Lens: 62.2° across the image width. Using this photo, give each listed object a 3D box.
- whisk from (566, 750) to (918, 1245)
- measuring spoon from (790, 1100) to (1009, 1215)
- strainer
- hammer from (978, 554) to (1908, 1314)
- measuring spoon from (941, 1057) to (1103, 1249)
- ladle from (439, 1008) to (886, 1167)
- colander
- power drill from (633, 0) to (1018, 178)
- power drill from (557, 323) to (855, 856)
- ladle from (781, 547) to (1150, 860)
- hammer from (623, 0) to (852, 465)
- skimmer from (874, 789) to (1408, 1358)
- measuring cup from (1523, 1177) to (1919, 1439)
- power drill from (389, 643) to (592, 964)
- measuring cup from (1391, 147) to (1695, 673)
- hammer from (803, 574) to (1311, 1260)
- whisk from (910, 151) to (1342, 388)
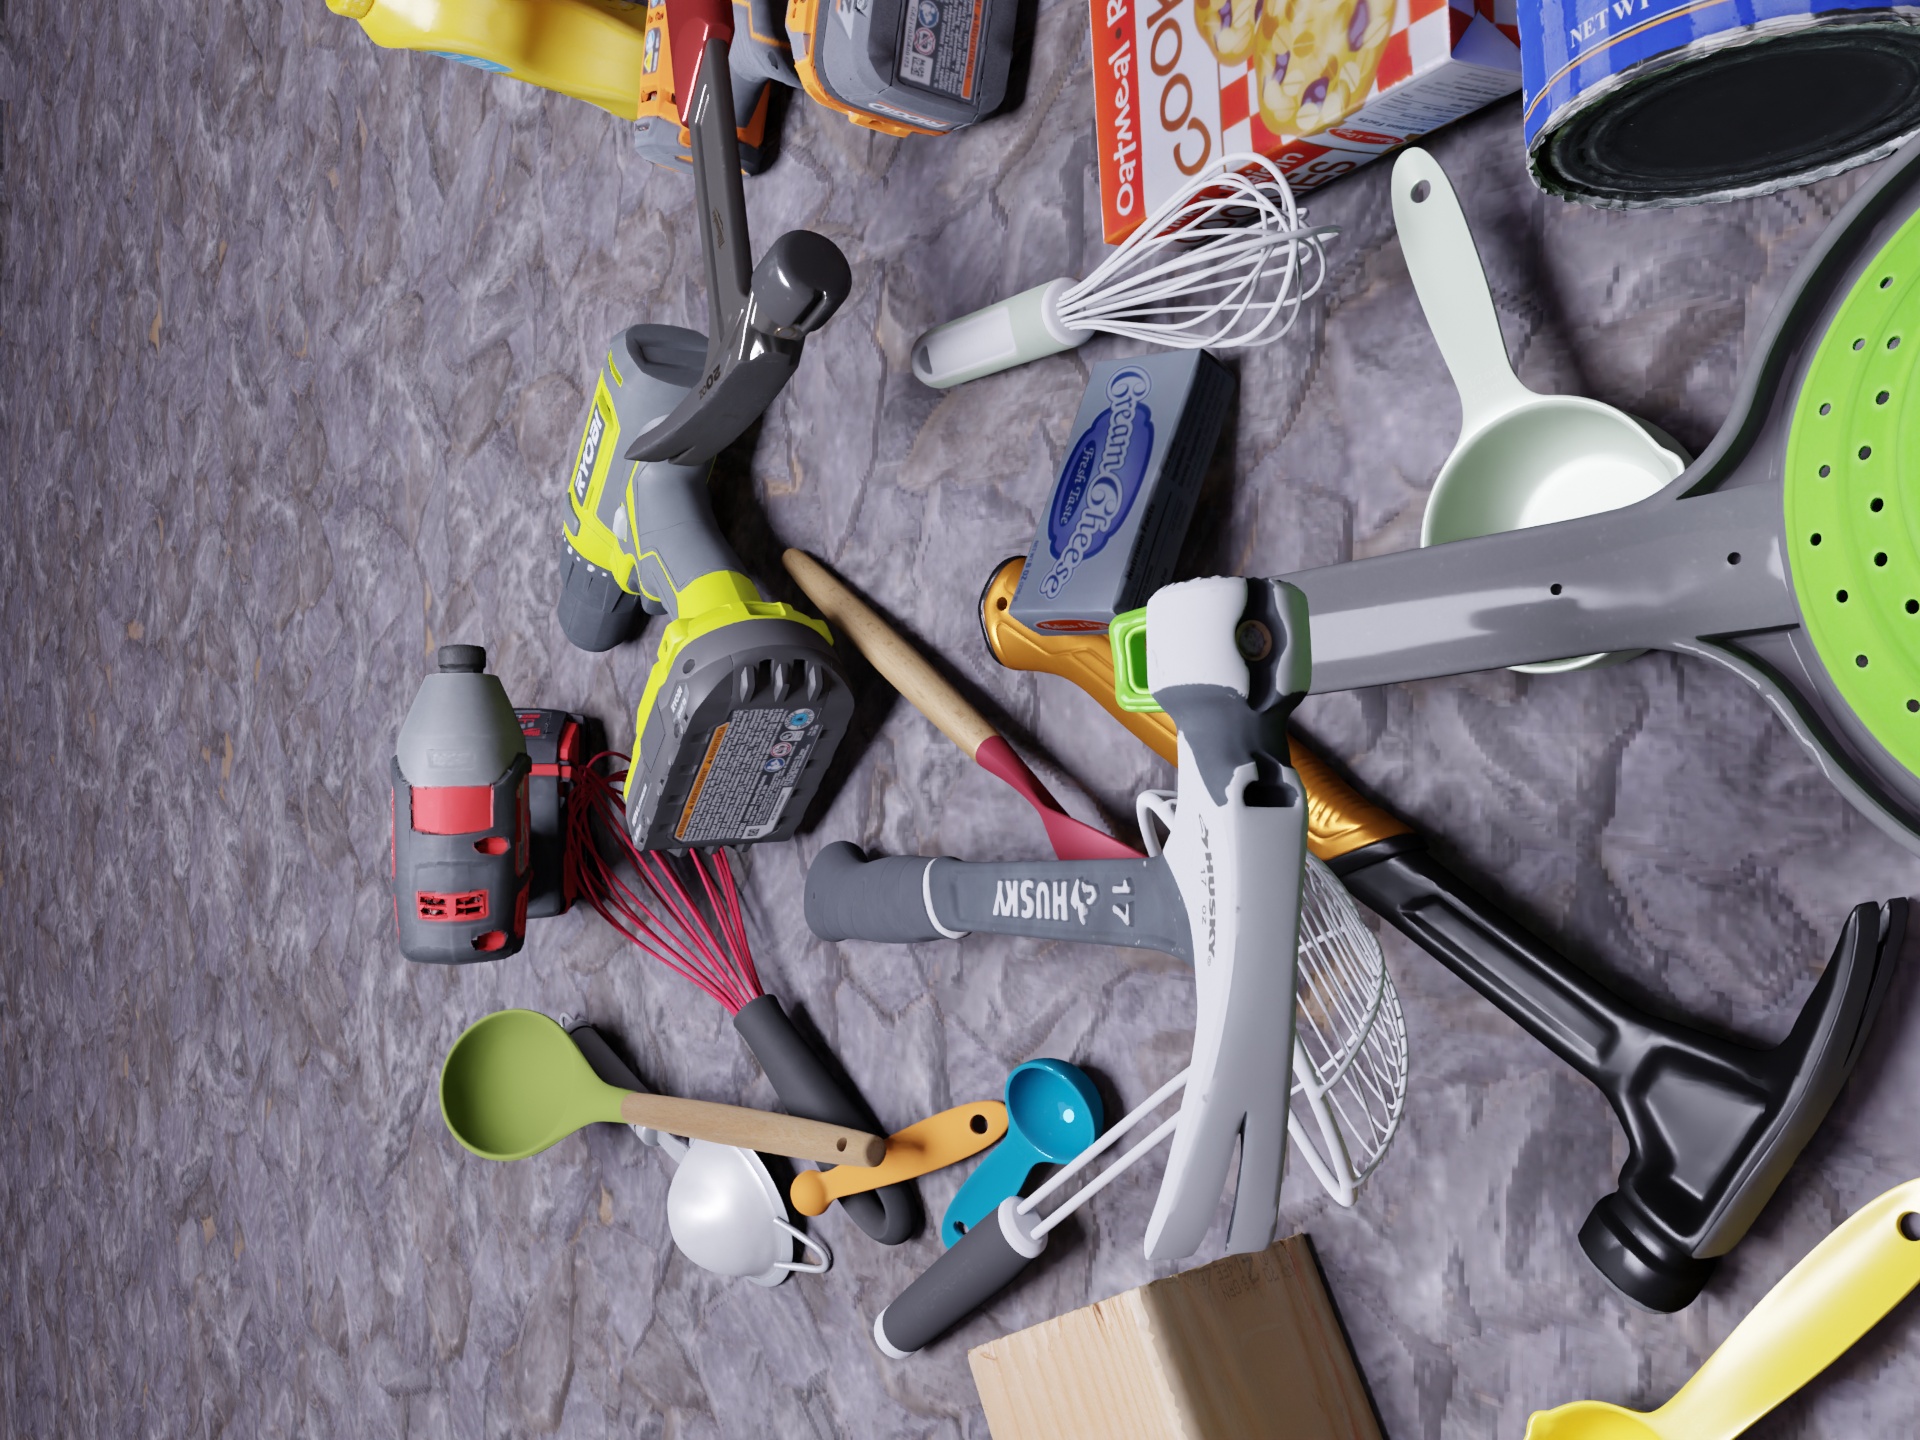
[{"bbox_3d":[-0.107,0.123,0.751,0.296,0.073,0.073,49,124,29],"label":"whisk"},{"bbox_3d":[-0.027,0.183,0.665,0.117,0.011,0.021,-29,74,25],"label":"measuring spoon"},{"bbox_3d":[-0.155,0.214,0.815,0.259,0.050,0.086,29,125,48],"label":"strainer"},{"bbox_3d":[0.117,0.024,0.513,0.337,0.034,0.127,40,119,41],"label":"hammer"},{"bbox_3d":[0.023,0.175,0.634,0.042,0.021,0.128,44,132,18],"label":"measuring spoon"},{"bbox_3d":[-0.150,0.182,0.747,0.320,0.062,0.078,-7,64,47],"label":"ladle"},{"bbox_3d":[0.181,-0.040,0.348,0.397,0.094,0.204,-9,85,38],"label":"colander"},{"bbox_3d":[-0.068,-0.330,0.694,0.227,0.084,0.164,18,103,51],"label":"power drill"},{"bbox_3d":[-0.139,-0.049,0.763,0.190,0.080,0.229,-61,42,40],"label":"power drill"},{"bbox_3d":[-0.001,-0.002,0.639,0.031,0.069,0.316,-48,44,1],"label":"ladle"},{"bbox_3d":[-0.112,-0.290,0.656,0.149,0.036,0.359,-29,64,52],"label":"hammer"},{"bbox_3d":[0.027,0.155,0.543,0.363,0.090,0.127,-54,52,42],"label":"skimmer"},{"bbox_3d":[0.209,0.179,0.418,0.156,0.029,0.062,-54,34,17],"label":"measuring cup"},{"bbox_3d":[-0.235,0.040,0.796,0.219,0.078,0.143,161,107,-82],"label":"power drill"},{"bbox_3d":[0.163,-0.093,0.462,0.083,0.038,0.168,-31,65,44],"label":"measuring cup"},{"bbox_3d":[0.004,0.063,0.523,0.409,0.036,0.149,160,111,-72],"label":"hammer"},{"bbox_3d":[0.043,-0.146,0.565,0.246,0.059,0.058,5,110,62],"label":"whisk"}]
